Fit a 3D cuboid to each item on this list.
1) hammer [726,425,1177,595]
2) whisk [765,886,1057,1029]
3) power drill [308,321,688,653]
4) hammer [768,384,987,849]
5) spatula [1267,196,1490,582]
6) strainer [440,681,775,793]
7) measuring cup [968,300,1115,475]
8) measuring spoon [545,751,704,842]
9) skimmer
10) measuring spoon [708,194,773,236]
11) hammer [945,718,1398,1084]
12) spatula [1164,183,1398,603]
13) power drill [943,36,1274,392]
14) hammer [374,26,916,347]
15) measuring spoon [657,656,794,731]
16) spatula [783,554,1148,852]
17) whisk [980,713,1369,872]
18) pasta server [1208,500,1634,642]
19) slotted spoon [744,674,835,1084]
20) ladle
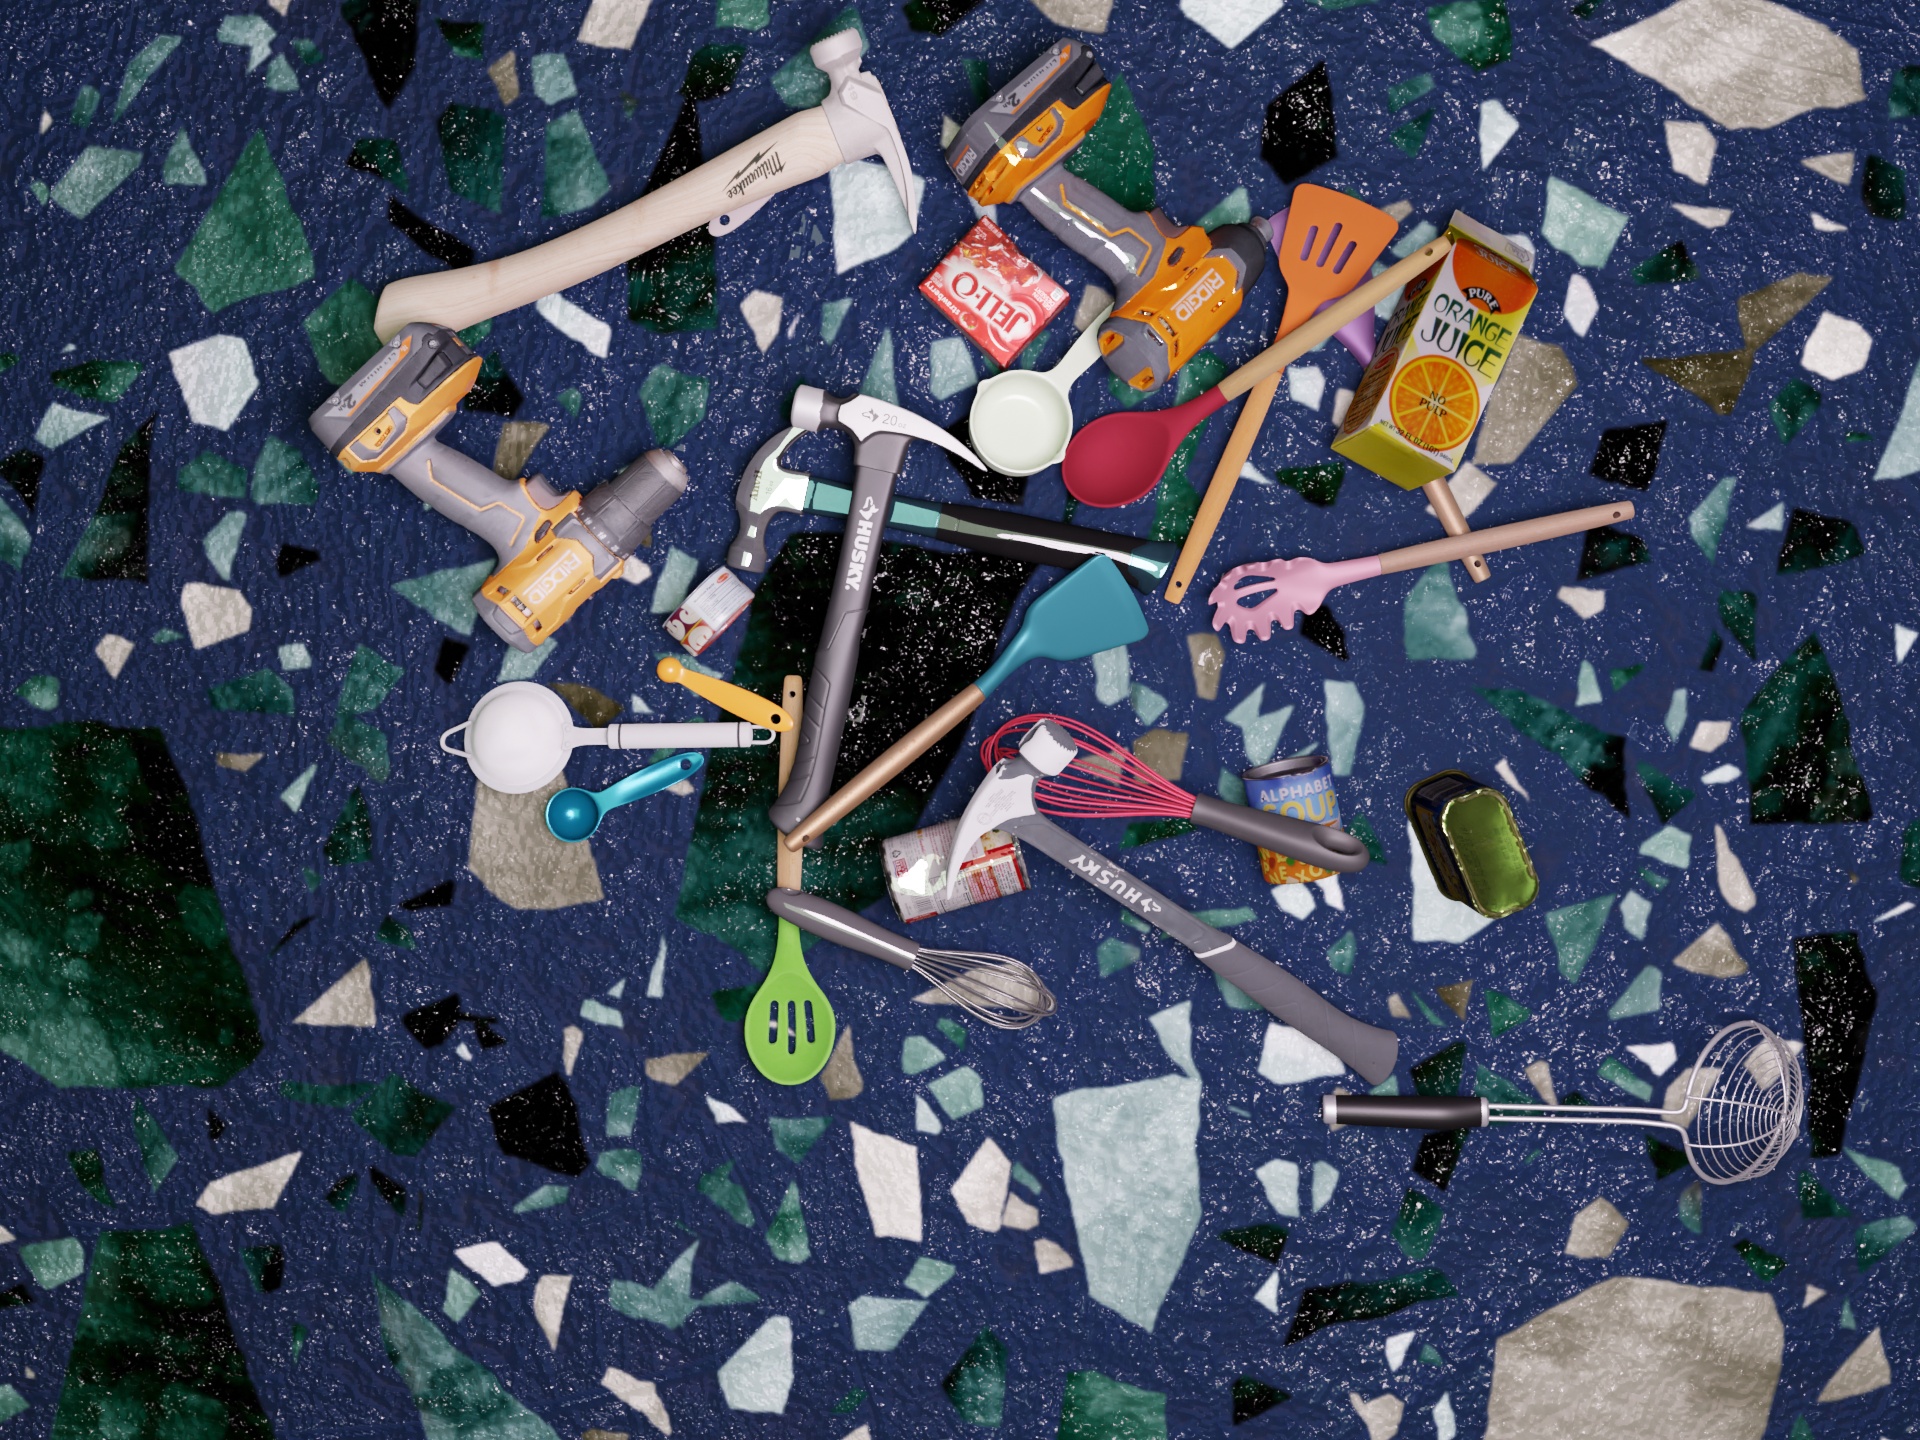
[{"bbox_3d":[-0.003,-0.146,1.196,0.331,0.033,0.128,11,96,-1],"label":"hammer"},{"bbox_3d":[-0.037,0.177,1.210,0.239,0.055,0.055,23,95,-6],"label":"whisk"},{"bbox_3d":[-0.329,-0.187,1.161,0.185,0.084,0.226,-42,105,4],"label":"power drill"},{"bbox_3d":[-0.081,-0.068,1.173,0.146,0.035,0.334,12,98,-1],"label":"hammer"},{"bbox_3d":[0.323,-0.246,1.193,0.060,0.018,0.316,-28,94,5],"label":"spatula"},{"bbox_3d":[-0.271,0.010,1.209,0.258,0.050,0.087,-1,81,-3],"label":"strainer"},{"bbox_3d":[0.073,-0.252,1.188,0.083,0.038,0.167,42,84,-3],"label":"measuring cup"},{"bbox_3d":[-0.257,0.055,1.226,0.128,0.021,0.042,-24,89,-7],"label":"measuring spoon"},{"bbox_3d":[0.467,0.296,1.239,0.363,0.090,0.127,-1,98,10],"label":"skimmer"},{"bbox_3d":[-0.140,-0.404,1.179,0.124,0.018,0.034,-41,94,4],"label":"measuring spoon"},{"bbox_3d":[0.170,0.162,1.175,0.408,0.036,0.149,35,112,-17],"label":"hammer"},{"bbox_3d":[0.223,-0.237,1.185,0.081,0.041,0.322,24,102,7],"label":"spatula"},{"bbox_3d":[0.117,-0.370,1.146,0.164,0.084,0.226,-45,98,-17],"label":"power drill"},{"bbox_3d":[-0.235,-0.353,1.169,0.410,0.038,0.146,-22,111,5],"label":"hammer"},{"bbox_3d":[-0.180,-0.019,1.210,0.117,0.011,0.021,24,96,7],"label":"measuring spoon"},{"bbox_3d":[-0.002,-0.004,1.179,0.317,0.044,0.082,-40,122,-10],"label":"spatula"},{"bbox_3d":[0.154,0.058,1.170,0.296,0.073,0.073,17,95,14],"label":"whisk"},{"bbox_3d":[0.340,-0.119,1.181,0.316,0.040,0.060,-12,112,7],"label":"pasta server"},{"bbox_3d":[-0.130,0.122,1.225,0.070,0.031,0.314,1,93,-1],"label":"slotted spoon"},{"bbox_3d":[0.211,-0.253,1.152,0.315,0.031,0.069,-32,82,19],"label":"ladle"}]
